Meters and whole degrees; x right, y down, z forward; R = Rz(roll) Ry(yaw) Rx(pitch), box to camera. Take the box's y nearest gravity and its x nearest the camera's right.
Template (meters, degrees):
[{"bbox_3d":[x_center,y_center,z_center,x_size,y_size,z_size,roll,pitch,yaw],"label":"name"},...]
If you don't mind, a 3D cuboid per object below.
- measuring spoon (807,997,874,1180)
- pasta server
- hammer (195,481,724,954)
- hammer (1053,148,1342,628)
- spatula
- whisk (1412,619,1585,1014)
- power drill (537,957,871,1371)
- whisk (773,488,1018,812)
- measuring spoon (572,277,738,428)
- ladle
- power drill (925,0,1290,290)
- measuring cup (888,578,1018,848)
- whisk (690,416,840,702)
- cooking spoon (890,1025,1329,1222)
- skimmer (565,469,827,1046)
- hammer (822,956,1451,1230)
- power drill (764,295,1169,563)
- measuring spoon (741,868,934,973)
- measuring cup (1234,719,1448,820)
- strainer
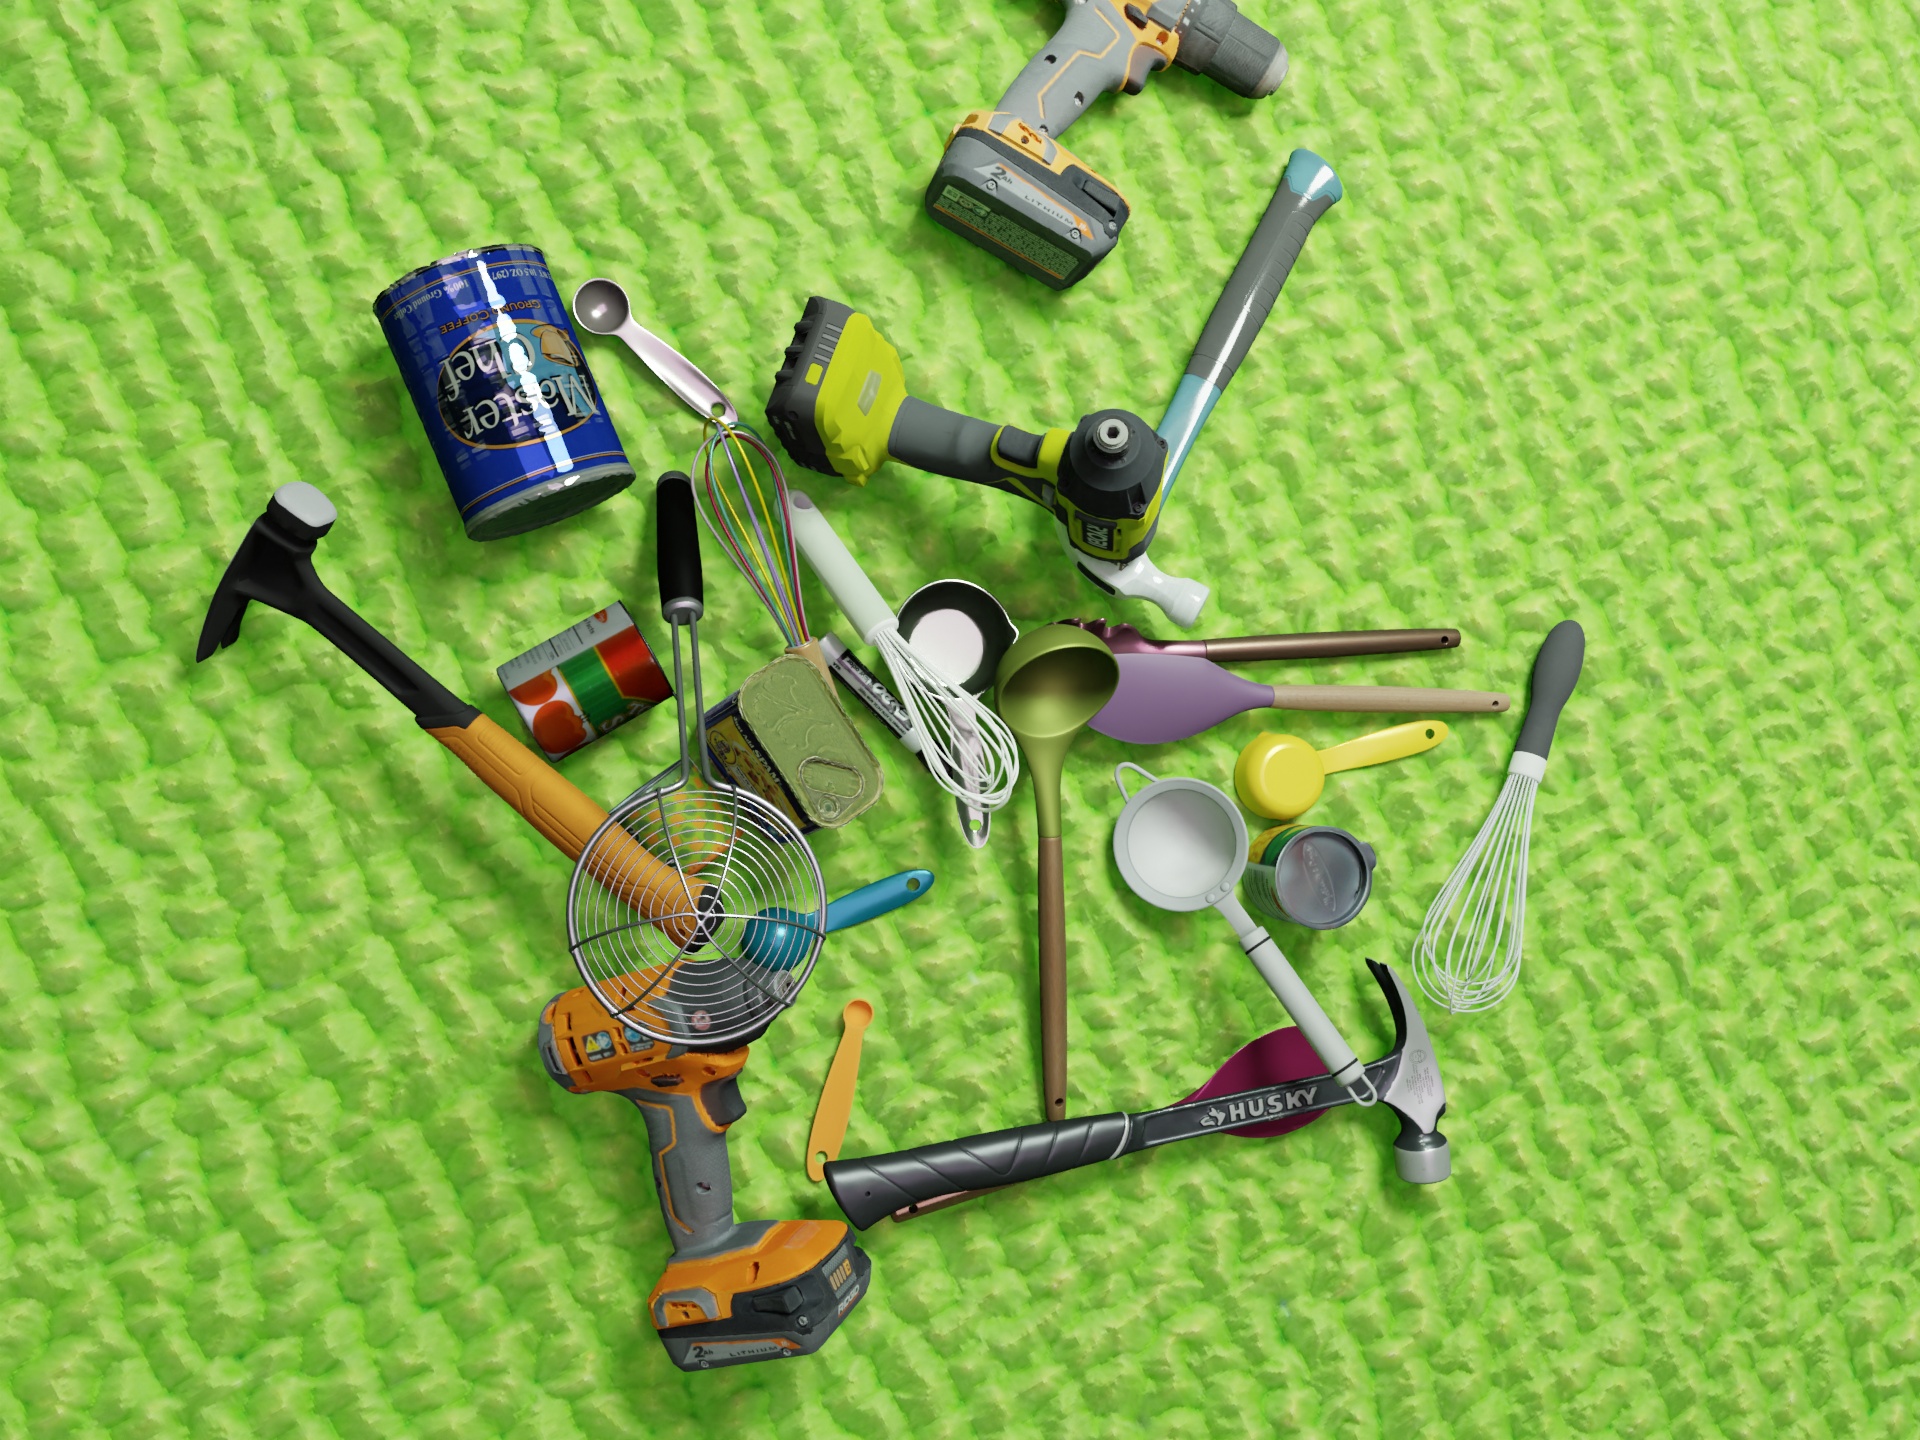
[{"bbox_3d":[-0.076,0.230,0.992,0.021,0.011,0.117,14,89,-12],"label":"measuring spoon"},{"bbox_3d":[0.187,-0.045,1.041,0.316,0.040,0.060,-3,104,-13],"label":"pasta server"},{"bbox_3d":[-0.274,0.019,0.897,0.337,0.034,0.127,40,118,-4],"label":"hammer"},{"bbox_3d":[0.164,-0.228,1.033,0.128,0.033,0.331,27,79,6],"label":"hammer"},{"bbox_3d":[0.224,-0.013,1.041,0.315,0.018,0.059,0,107,-19],"label":"spatula"},{"bbox_3d":[0.371,0.062,1.069,0.070,0.070,0.285,23,80,-10],"label":"whisk"},{"bbox_3d":[-0.134,0.245,0.911,0.164,0.084,0.226,-19,94,26],"label":"power drill"},{"bbox_3d":[-0.043,-0.046,0.951,0.058,0.059,0.246,-18,64,-40],"label":"whisk"},{"bbox_3d":[-0.187,-0.223,0.981,0.124,0.018,0.034,41,81,-15],"label":"measuring spoon"},{"bbox_3d":[0.060,0.099,0.979,0.078,0.062,0.320,-5,100,-17],"label":"ladle"},{"bbox_3d":[0.097,-0.391,1.013,0.185,0.084,0.226,27,79,-11],"label":"power drill"},{"bbox_3d":[-0.002,-0.003,0.992,0.083,0.038,0.167,-6,85,-9],"label":"measuring cup"},{"bbox_3d":[-0.105,-0.067,0.961,0.051,0.047,0.244,-44,120,-53],"label":"whisk"},{"bbox_3d":[0.106,0.265,1.024,0.319,0.017,0.069,-15,95,-12],"label":"cooking spoon"},{"bbox_3d":[-0.150,0.002,0.871,0.127,0.090,0.364,-2,45,-11],"label":"skimmer"},{"bbox_3d":[0.116,0.252,0.999,0.409,0.036,0.149,-8,92,-14],"label":"hammer"},{"bbox_3d":[0.009,-0.165,0.919,0.223,0.171,0.080,19,84,8],"label":"power drill"},{"bbox_3d":[-0.074,0.121,0.987,0.128,0.021,0.042,-22,93,-11],"label":"measuring spoon"},{"bbox_3d":[0.259,0.025,1.057,0.156,0.029,0.062,-15,92,-10],"label":"measuring cup"},{"bbox_3d":[0.180,0.133,1.004,0.087,0.050,0.258,-38,76,15],"label":"strainer"}]
